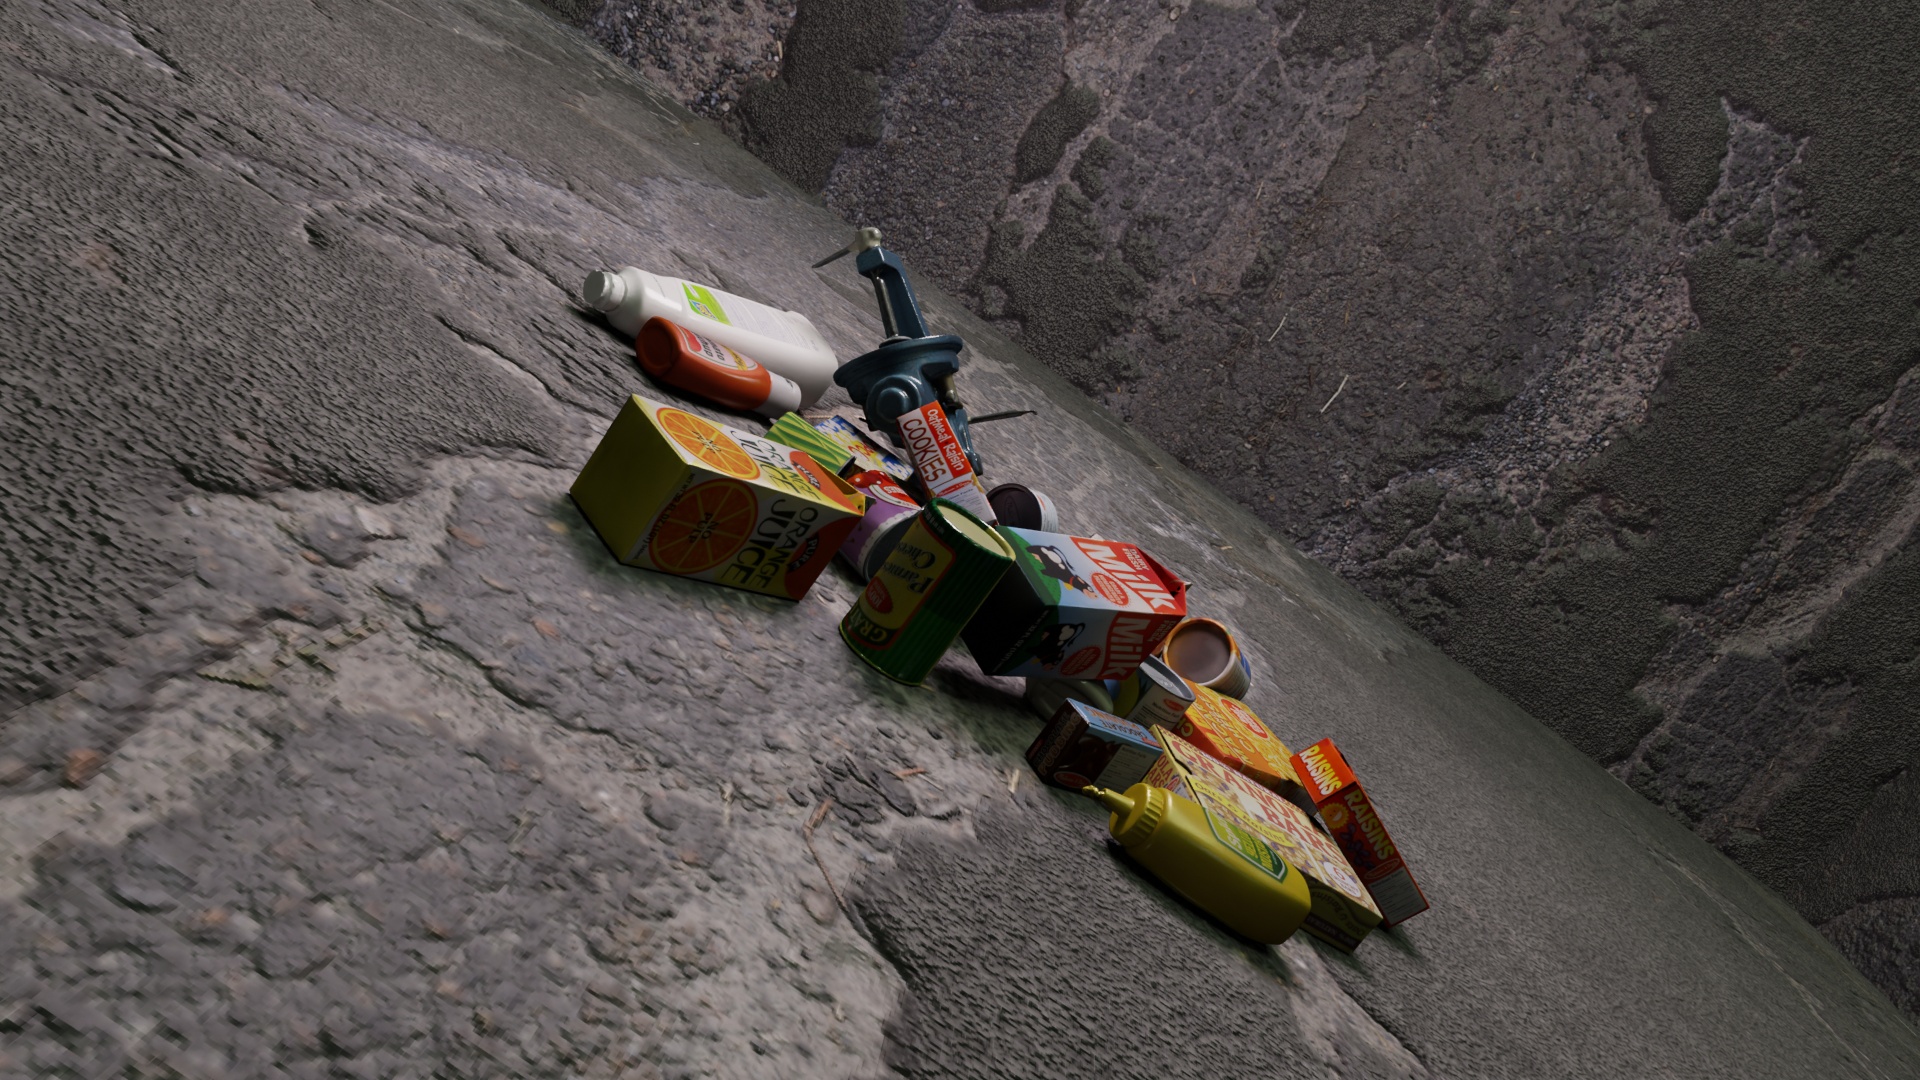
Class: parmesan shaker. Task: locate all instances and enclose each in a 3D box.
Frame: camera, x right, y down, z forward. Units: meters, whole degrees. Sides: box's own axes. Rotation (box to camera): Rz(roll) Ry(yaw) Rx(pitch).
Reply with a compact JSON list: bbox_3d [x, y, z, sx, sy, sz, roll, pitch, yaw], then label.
[{"bbox_3d":[-0.022,0.030,0.883,0.071,0.103,0.071,34,13,-9],"label":"parmesan shaker"}]

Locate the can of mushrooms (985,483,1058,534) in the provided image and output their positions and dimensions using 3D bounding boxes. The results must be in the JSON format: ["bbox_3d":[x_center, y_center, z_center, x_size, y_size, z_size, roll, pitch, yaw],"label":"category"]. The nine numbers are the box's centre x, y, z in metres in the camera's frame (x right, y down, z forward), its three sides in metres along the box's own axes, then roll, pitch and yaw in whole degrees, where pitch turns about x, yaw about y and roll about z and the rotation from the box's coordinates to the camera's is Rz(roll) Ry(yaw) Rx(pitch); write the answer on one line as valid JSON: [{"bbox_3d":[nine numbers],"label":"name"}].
[{"bbox_3d":[0.045,-0.013,1.173,0.071,0.071,0.033,44,16,30],"label":"can of mushrooms"}]

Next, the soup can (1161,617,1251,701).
[{"bbox_3d":[0.219,0.109,1.244,0.071,0.071,0.083,44,-1,29],"label":"soup can"}]

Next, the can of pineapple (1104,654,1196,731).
[{"bbox_3d":[0.135,0.121,1.060,0.071,0.057,0.071,34,13,-9],"label":"can of pineapple"}]

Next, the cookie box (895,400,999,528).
[{"bbox_3d":[0.004,-0.013,1.070,0.168,0.040,0.122,-114,-179,-50],"label":"cookie box"}]

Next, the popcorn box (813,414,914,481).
[{"bbox_3d":[-0.091,-0.060,1.156,0.085,0.038,0.127,35,13,-1],"label":"popcorn box"}]

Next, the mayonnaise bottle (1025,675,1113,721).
[{"bbox_3d":[0.079,0.097,1.043,0.065,0.041,0.148,37,12,-8],"label":"mayonnaise bottle"}]

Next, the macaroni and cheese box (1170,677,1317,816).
[{"bbox_3d":[0.213,0.167,1.136,0.166,0.040,0.124,24,18,-43],"label":"macaroni and cheese box"}]

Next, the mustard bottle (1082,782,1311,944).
[{"bbox_3d":[0.143,0.191,0.861,0.160,0.048,0.065,33,14,-14],"label":"mustard bottle"}]

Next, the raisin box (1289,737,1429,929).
[{"bbox_3d":[0.308,0.225,1.075,0.123,0.040,0.086,58,8,-13],"label":"raisin box"}]

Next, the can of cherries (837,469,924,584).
[{"bbox_3d":[-0.058,-0.010,1.001,0.058,0.071,0.071,44,15,32],"label":"can of cherries"}]

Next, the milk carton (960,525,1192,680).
[{"bbox_3d":[0.085,0.047,0.966,0.191,0.072,0.074,8,40,-45],"label":"milk carton"}]

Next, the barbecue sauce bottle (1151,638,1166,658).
[{"bbox_3d":[0.157,0.089,1.254,0.065,0.043,0.149,44,15,16],"label":"barbecue sauce bottle"}]

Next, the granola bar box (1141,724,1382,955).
[{"bbox_3d":[0.205,0.208,0.980,0.165,0.039,0.124,32,14,-19],"label":"granola bar box"}]

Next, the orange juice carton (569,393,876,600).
[{"bbox_3d":[-0.131,-0.018,0.845,0.073,0.071,0.193,46,17,34],"label":"orange juice carton"}]

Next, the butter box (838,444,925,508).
[{"bbox_3d":[-0.083,-0.037,1.067,0.103,0.053,0.024,29,16,-28],"label":"butter box"}]

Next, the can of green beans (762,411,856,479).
[{"bbox_3d":[-0.118,-0.051,0.999,0.058,0.071,0.071,36,13,0],"label":"can of green beans"}]

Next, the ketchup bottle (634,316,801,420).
[{"bbox_3d":[-0.195,-0.136,1.146,0.149,0.043,0.065,20,22,-51],"label":"ketchup bottle"}]

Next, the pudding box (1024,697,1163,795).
[{"bbox_3d":[0.088,0.138,0.905,0.083,0.049,0.030,24,16,-41],"label":"pudding box"}]
